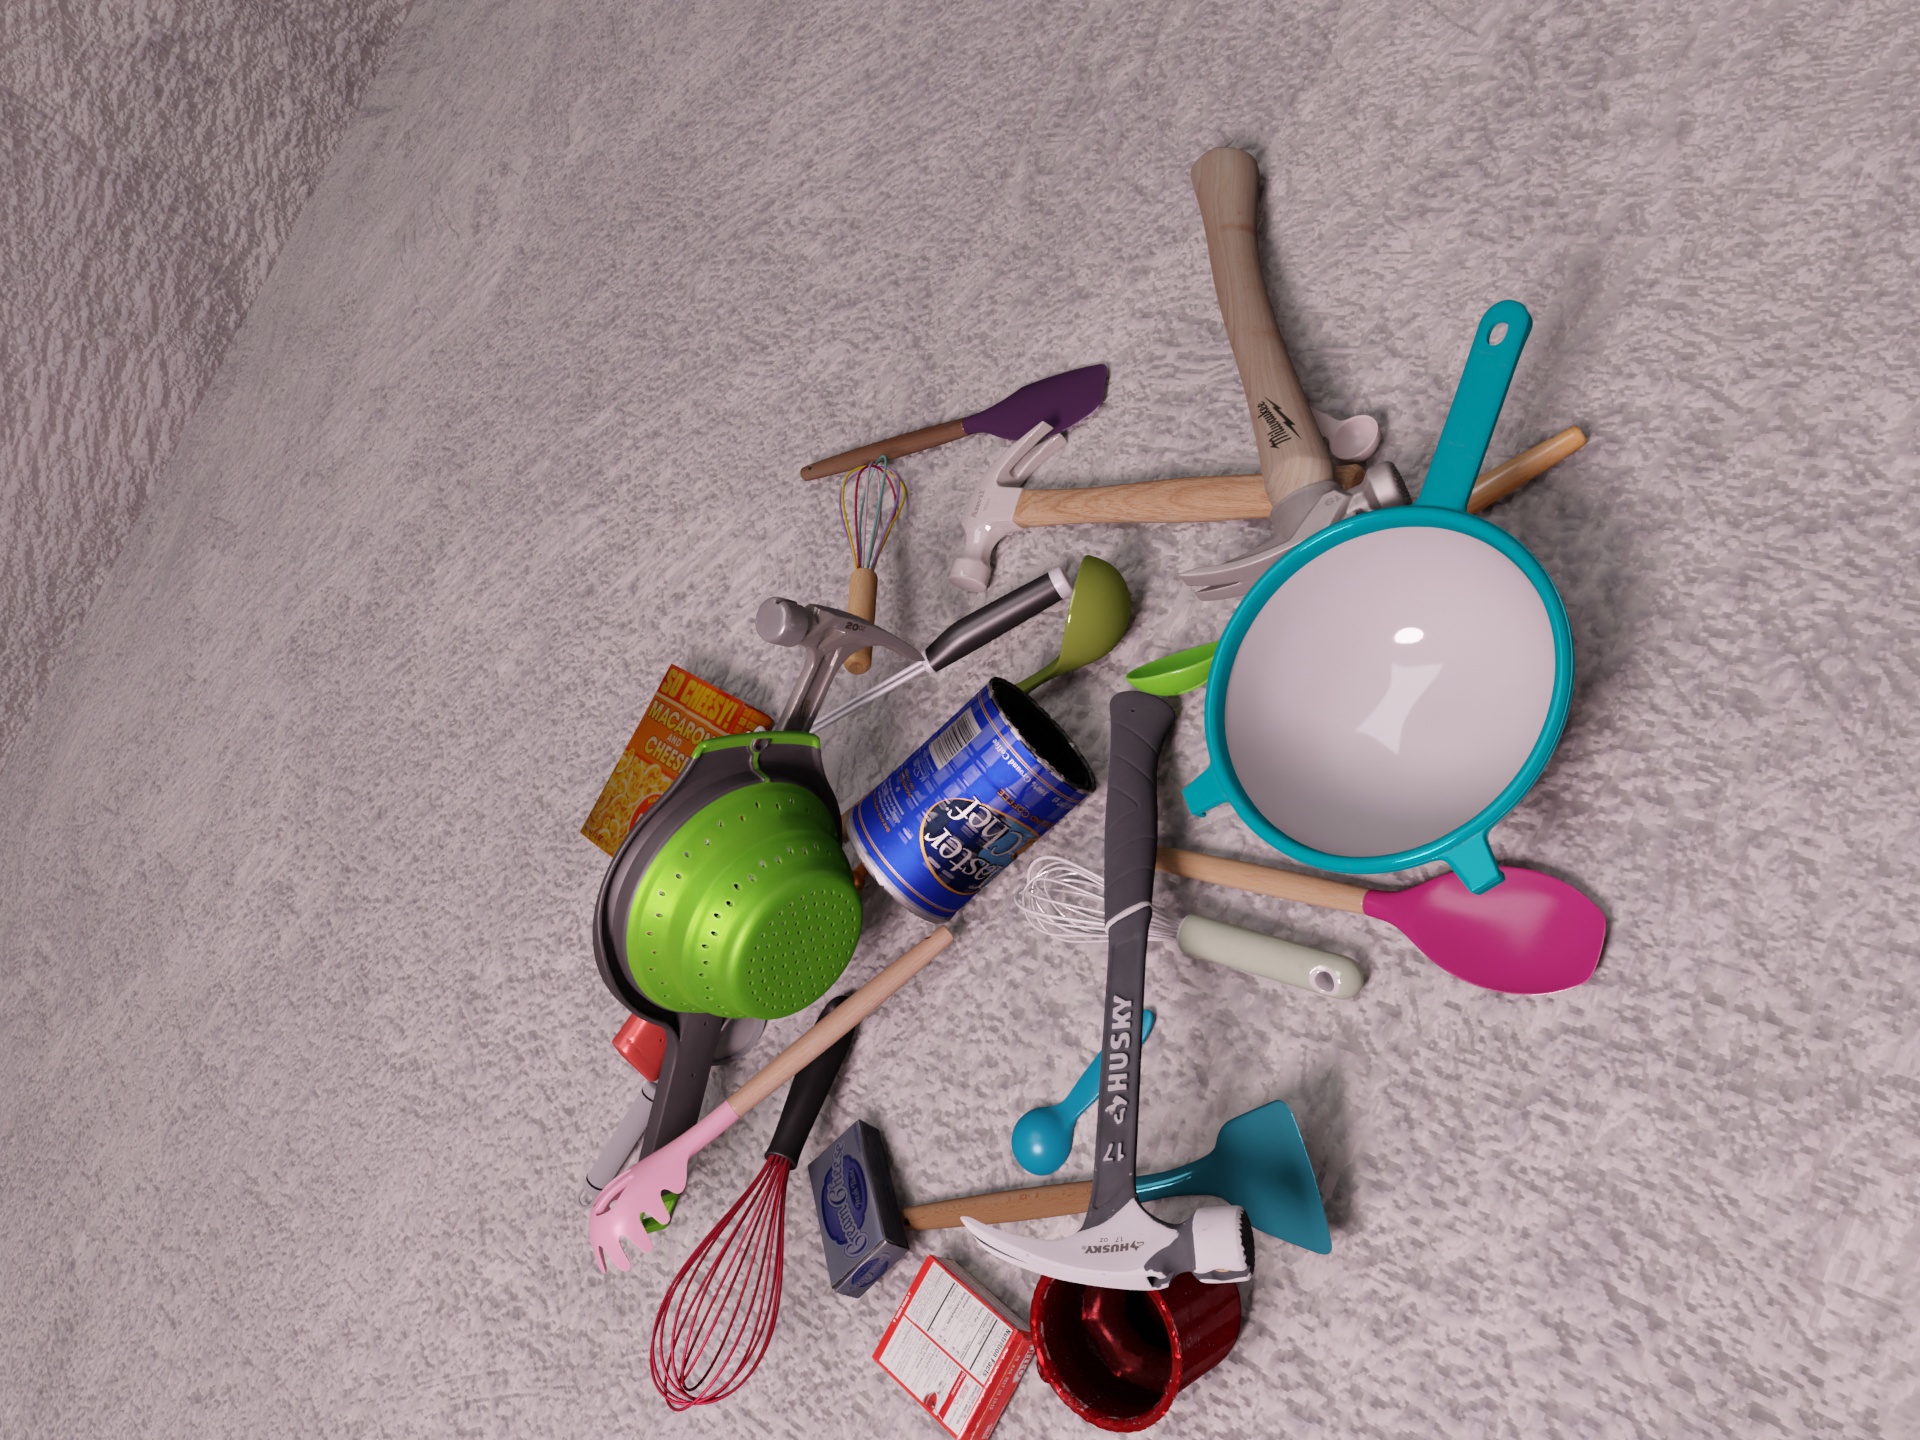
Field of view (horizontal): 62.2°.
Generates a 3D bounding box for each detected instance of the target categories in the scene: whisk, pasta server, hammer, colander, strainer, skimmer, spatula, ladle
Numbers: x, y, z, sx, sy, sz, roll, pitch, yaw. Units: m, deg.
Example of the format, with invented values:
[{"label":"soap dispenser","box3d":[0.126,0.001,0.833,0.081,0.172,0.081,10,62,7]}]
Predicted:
[{"label":"whisk","box3d":[0.133,0.128,0.970,0.246,0.059,0.057,12,113,40]},{"label":"pasta server","box3d":[-0.126,0.247,1.064,0.316,0.040,0.060,-39,23,-9]},{"label":"hammer","box3d":[-0.149,0.089,1.122,0.037,0.149,0.359,30,99,37]},{"label":"colander","box3d":[-0.154,0.205,1.083,0.095,0.204,0.397,30,113,38]},{"label":"strainer","box3d":[0.274,-0.067,0.906,0.211,0.095,0.340,14,80,42]},{"label":"hammer","box3d":[0.093,0.133,0.927,0.149,0.036,0.409,-10,43,19]},{"label":"whisk","box3d":[-0.125,0.308,1.048,0.073,0.073,0.296,-12,41,37]},{"label":"skimmer","box3d":[-0.059,0.003,1.208,0.363,0.090,0.127,-30,36,14]},{"label":"spatula","box3d":[0.074,0.281,0.935,0.317,0.044,0.082,-20,83,35]},{"label":"ladle","box3d":[-0.002,-0.004,1.150,0.320,0.062,0.078,-38,7,24]},{"label":"strainer","box3d":[-0.224,0.273,1.193,0.258,0.087,0.050,-57,2,15]},{"label":"whisk","box3d":[-0.071,-0.128,1.255,0.051,0.047,0.245,-40,33,34]},{"label":"spatula","box3d":[-0.015,-0.235,1.311,0.316,0.018,0.060,-8,61,38]},{"label":"hammer","box3d":[0.196,-0.259,1.099,0.146,0.038,0.411,-25,48,24]},{"label":"hammer","box3d":[0.133,-0.157,1.130,0.331,0.031,0.130,3,70,42]}]

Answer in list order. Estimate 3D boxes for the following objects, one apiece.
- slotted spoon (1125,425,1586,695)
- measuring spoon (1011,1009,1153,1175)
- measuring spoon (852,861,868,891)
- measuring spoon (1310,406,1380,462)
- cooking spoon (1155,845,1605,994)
[{"label":"slotted spoon","box3d":[0.243,-0.093,0.996,0.313,0.070,0.031,-31,94,20]},{"label":"measuring spoon","box3d":[0.073,0.226,0.981,0.128,0.021,0.042,-52,45,8]},{"label":"measuring spoon","box3d":[-0.045,0.085,1.174,0.117,0.011,0.021,-49,42,5]},{"label":"measuring spoon","box3d":[0.239,-0.198,1.075,0.034,0.018,0.124,-53,38,1]},{"label":"cooking spoon","box3d":[0.216,0.101,0.928,0.319,0.017,0.069,9,74,43]}]
